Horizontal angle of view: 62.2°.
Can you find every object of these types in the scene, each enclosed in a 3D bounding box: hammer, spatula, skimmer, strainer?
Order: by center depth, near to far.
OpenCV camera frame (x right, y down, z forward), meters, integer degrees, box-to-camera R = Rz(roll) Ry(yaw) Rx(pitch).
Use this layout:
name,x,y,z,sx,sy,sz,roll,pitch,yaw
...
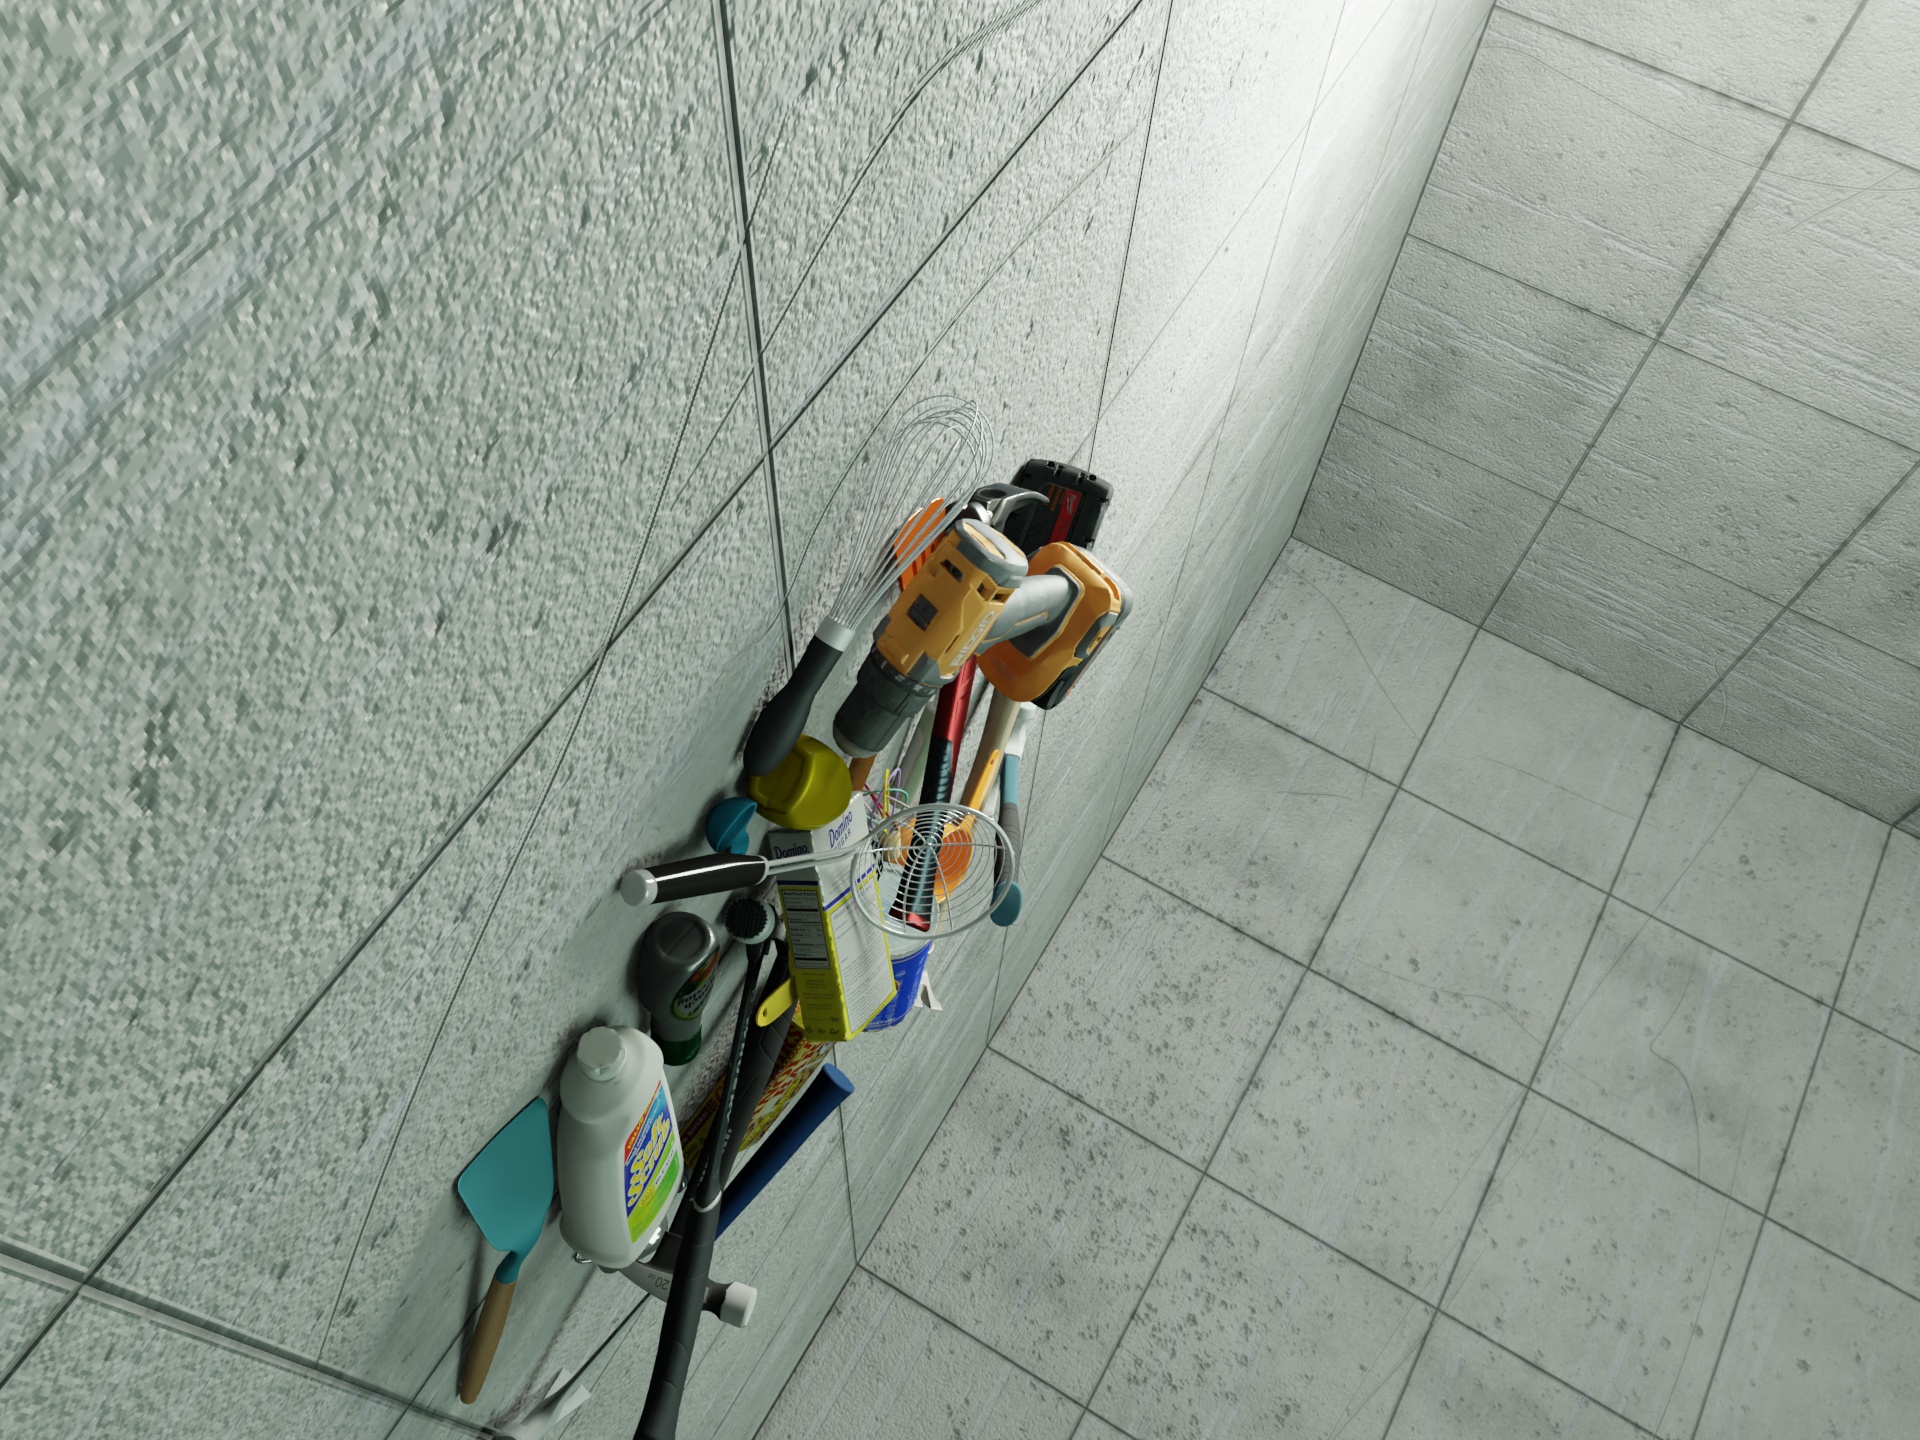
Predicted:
name,x,y,z,sx,sy,sz,roll,pitch,yaw
spatula,-0.320,0.381,1.080,0.082,0.044,0.317,-47,166,-51
skimmer,-0.088,0.117,1.108,0.127,0.090,0.363,-54,157,19
hammer,-0.189,0.342,1.209,0.149,0.036,0.409,79,21,-77
spatula,-0.063,-0.026,1.241,0.081,0.041,0.322,-48,165,-50
hammer,-0.183,0.304,1.296,0.035,0.146,0.335,91,18,-69
hammer,-0.002,-0.004,1.315,0.143,0.038,0.386,-32,137,-60
hammer,-0.233,0.451,1.338,0.405,0.035,0.144,-49,173,0
strainer,-0.249,0.404,1.382,0.258,0.050,0.087,-38,139,-69
hammer,0.050,0.103,1.669,0.331,0.033,0.128,-85,-171,-62
hammer,0.008,0.109,1.670,0.146,0.038,0.410,-109,-147,-60

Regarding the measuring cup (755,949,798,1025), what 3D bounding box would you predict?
name,x,y,z,sx,sy,sz,roll,pitch,yaw
measuring cup,-0.136,0.201,1.249,0.156,0.029,0.062,-38,130,-66

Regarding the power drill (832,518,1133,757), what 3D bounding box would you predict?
name,x,y,z,sx,sy,sz,roll,pitch,yaw
power drill,0.013,-0.052,1.145,0.185,0.084,0.226,-54,157,21

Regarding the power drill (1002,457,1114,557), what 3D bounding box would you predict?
name,x,y,z,sx,sy,sz,roll,pitch,yaw
power drill,0.088,-0.153,1.438,0.219,0.078,0.143,57,53,-80

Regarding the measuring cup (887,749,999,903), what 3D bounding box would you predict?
name,x,y,z,sx,sy,sz,roll,pitch,yaw
measuring cup,-0.016,0.100,1.605,0.095,0.052,0.173,28,87,-60

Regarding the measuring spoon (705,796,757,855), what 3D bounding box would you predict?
name,x,y,z,sx,sy,sz,roll,pitch,yaw
measuring spoon,-0.161,0.079,1.095,0.042,0.021,0.128,-50,174,-18

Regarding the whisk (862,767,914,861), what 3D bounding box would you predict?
name,x,y,z,sx,sy,sz,roll,pitch,yaw
whisk,-0.068,0.096,1.435,0.051,0.047,0.244,-24,165,-8

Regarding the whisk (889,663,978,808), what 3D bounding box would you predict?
name,x,y,z,sx,sy,sz,roll,pitch,yaw
whisk,-0.017,-0.017,1.409,0.059,0.058,0.246,-1,129,-36

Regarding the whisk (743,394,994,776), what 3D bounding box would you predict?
name,x,y,z,sx,sy,sz,roll,pitch,yaw
whisk,-0.065,-0.085,1.035,0.284,0.070,0.070,-58,168,8

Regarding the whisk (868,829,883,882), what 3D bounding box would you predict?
name,x,y,z,sx,sy,sz,roll,pitch,yaw
whisk,-0.128,0.193,1.404,0.239,0.055,0.055,-63,168,25
